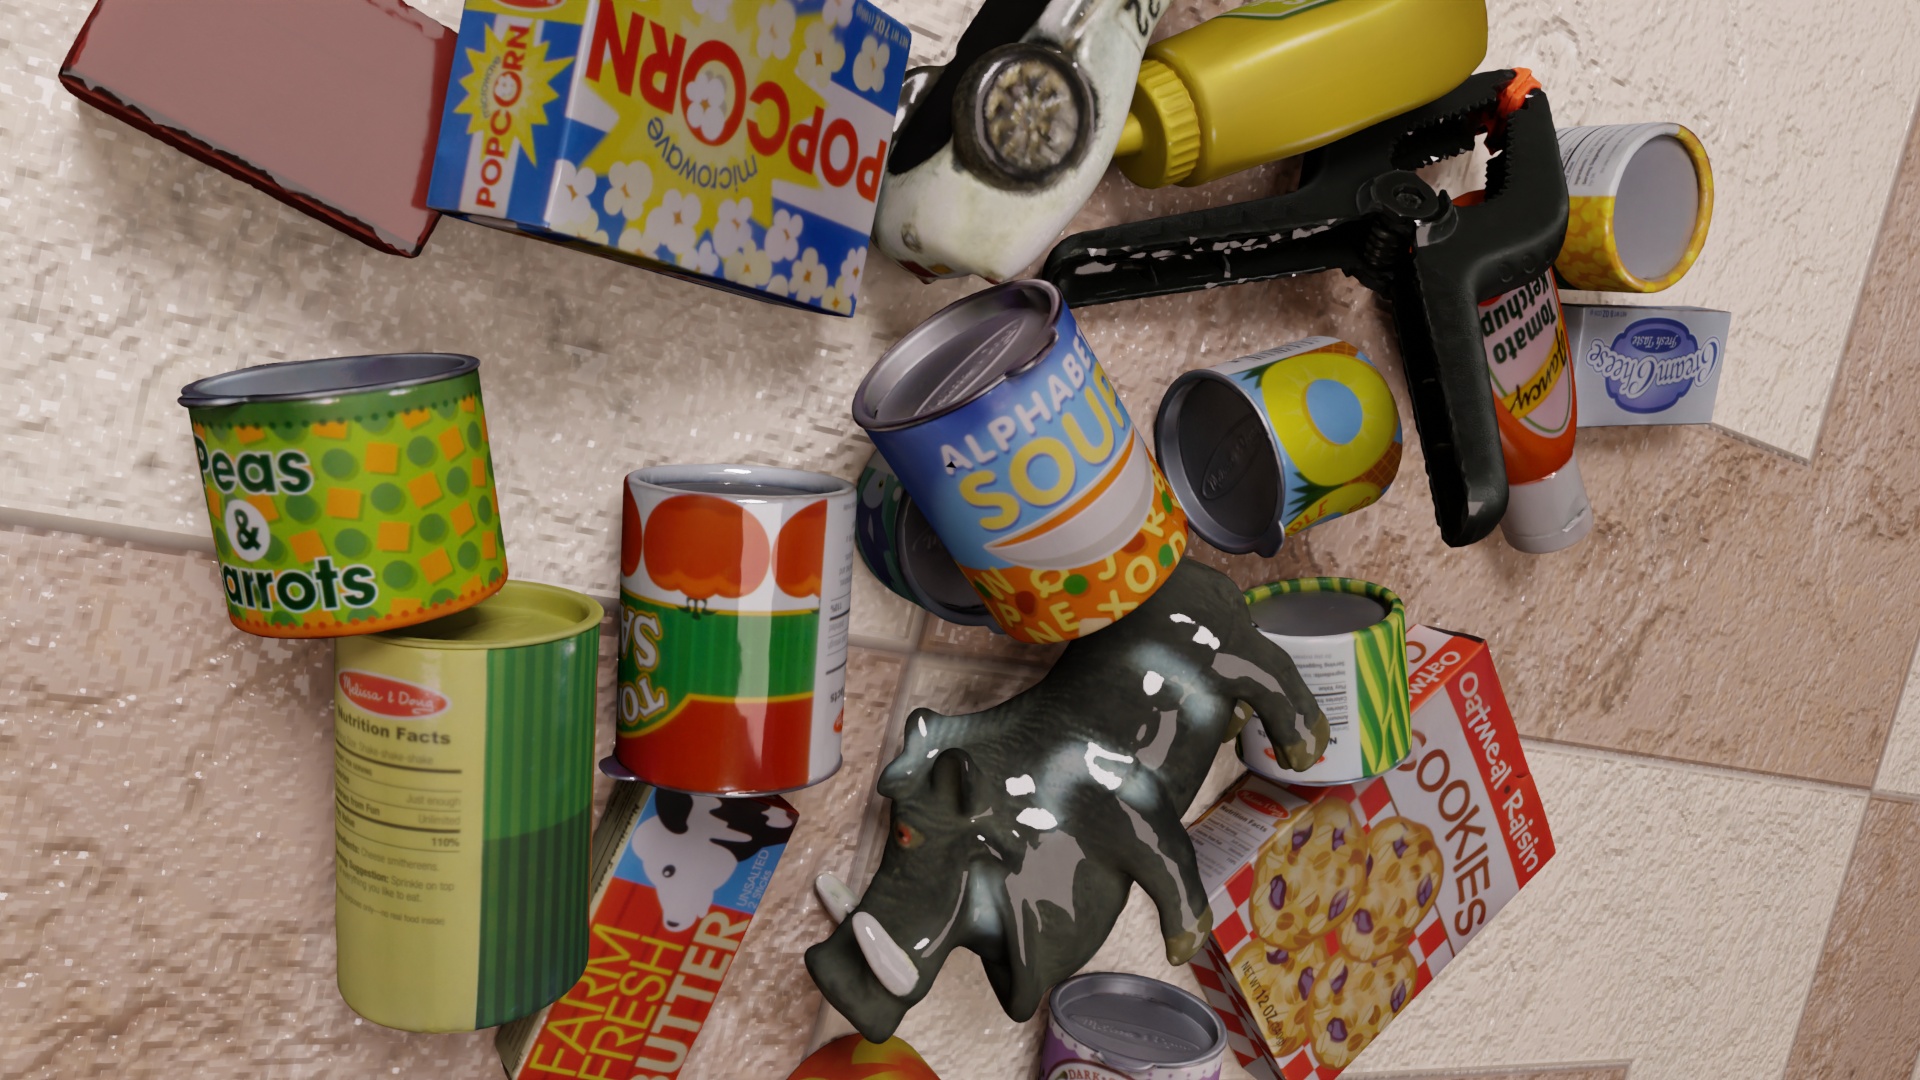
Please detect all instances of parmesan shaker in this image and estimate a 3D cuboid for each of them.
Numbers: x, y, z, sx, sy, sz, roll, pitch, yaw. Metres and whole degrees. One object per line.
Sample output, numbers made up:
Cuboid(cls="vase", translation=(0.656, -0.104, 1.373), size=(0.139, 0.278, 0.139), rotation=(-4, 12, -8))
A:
Cuboid(cls="parmesan shaker", translation=(-0.133, 0.067, 0.372), size=(0.071, 0.071, 0.102), rotation=(-2, 103, -30))

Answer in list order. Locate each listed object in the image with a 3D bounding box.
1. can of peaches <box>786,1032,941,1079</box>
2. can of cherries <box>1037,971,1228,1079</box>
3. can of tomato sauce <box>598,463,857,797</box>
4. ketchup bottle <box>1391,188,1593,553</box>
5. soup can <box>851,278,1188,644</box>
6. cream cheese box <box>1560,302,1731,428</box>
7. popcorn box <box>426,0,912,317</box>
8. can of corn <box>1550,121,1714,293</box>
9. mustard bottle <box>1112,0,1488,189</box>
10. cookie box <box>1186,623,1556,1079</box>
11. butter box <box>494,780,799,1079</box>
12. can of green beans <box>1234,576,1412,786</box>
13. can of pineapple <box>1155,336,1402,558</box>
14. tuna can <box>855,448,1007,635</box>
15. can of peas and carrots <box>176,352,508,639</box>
Cuboid(cls="can of peaches", translation=(-0.028, 0.209, 0.468), size=(0.071, 0.058, 0.071), rotation=(-7, 105, -28))
Cuboid(cls="can of cherries", translation=(0.060, 0.202, 0.511), size=(0.071, 0.071, 0.058), rotation=(3, 101, -31))
Cuboid(cls="can of tomato sauce", translation=(-0.067, 0.023, 0.399), size=(0.071, 0.071, 0.083), rotation=(-1, 101, -30))
Cuboid(cls="ketchup bottle", translation=(0.219, -0.063, 0.560), size=(0.065, 0.043, 0.148), rotation=(-38, 118, -18))
Cuboid(cls="soup can", translation=(0.020, -0.021, 0.396), size=(0.071, 0.071, 0.083), rotation=(-43, 118, -15))
Cuboid(cls="cream cheese box", translation=(0.295, -0.077, 0.613), size=(0.104, 0.024, 0.053), rotation=(-4, 105, -29))
Cuboid(cls="popcorn box", translation=(-0.066, -0.109, 0.352), size=(0.127, 0.038, 0.085), rotation=(2, 103, -62))
Cuboid(cls="can of corn", translation=(0.257, -0.131, 0.558), size=(0.071, 0.058, 0.071), rotation=(-7, 105, -29))
Cuboid(cls="mustard bottle", translation=(0.098, -0.151, 0.459), size=(0.161, 0.065, 0.048), rotation=(-26, 117, -19))
Cuboid(cls="cookie box", translation=(0.168, 0.133, 0.575), size=(0.168, 0.040, 0.122), rotation=(-37, 117, -19))
Cuboid(cls="butter box", translation=(-0.096, 0.120, 0.427), size=(0.053, 0.024, 0.103), rotation=(26, 87, -32))
Cuboid(cls="can of green beans", translation=(0.134, 0.051, 0.523), size=(0.071, 0.071, 0.057), rotation=(-17, 109, -26))
Cuboid(cls="can of pineapple", translation=(0.112, -0.033, 0.490), size=(0.058, 0.071, 0.070), rotation=(-18, 110, -26))
Cuboid(cls="tuna can", translation=(0.002, -0.006, 0.451), size=(0.071, 0.033, 0.071), rotation=(-7, 105, -29))
Cuboid(cls="can of peas and carrots", translation=(-0.150, -0.012, 0.339), size=(0.071, 0.071, 0.058), rotation=(-12, 107, -28))
